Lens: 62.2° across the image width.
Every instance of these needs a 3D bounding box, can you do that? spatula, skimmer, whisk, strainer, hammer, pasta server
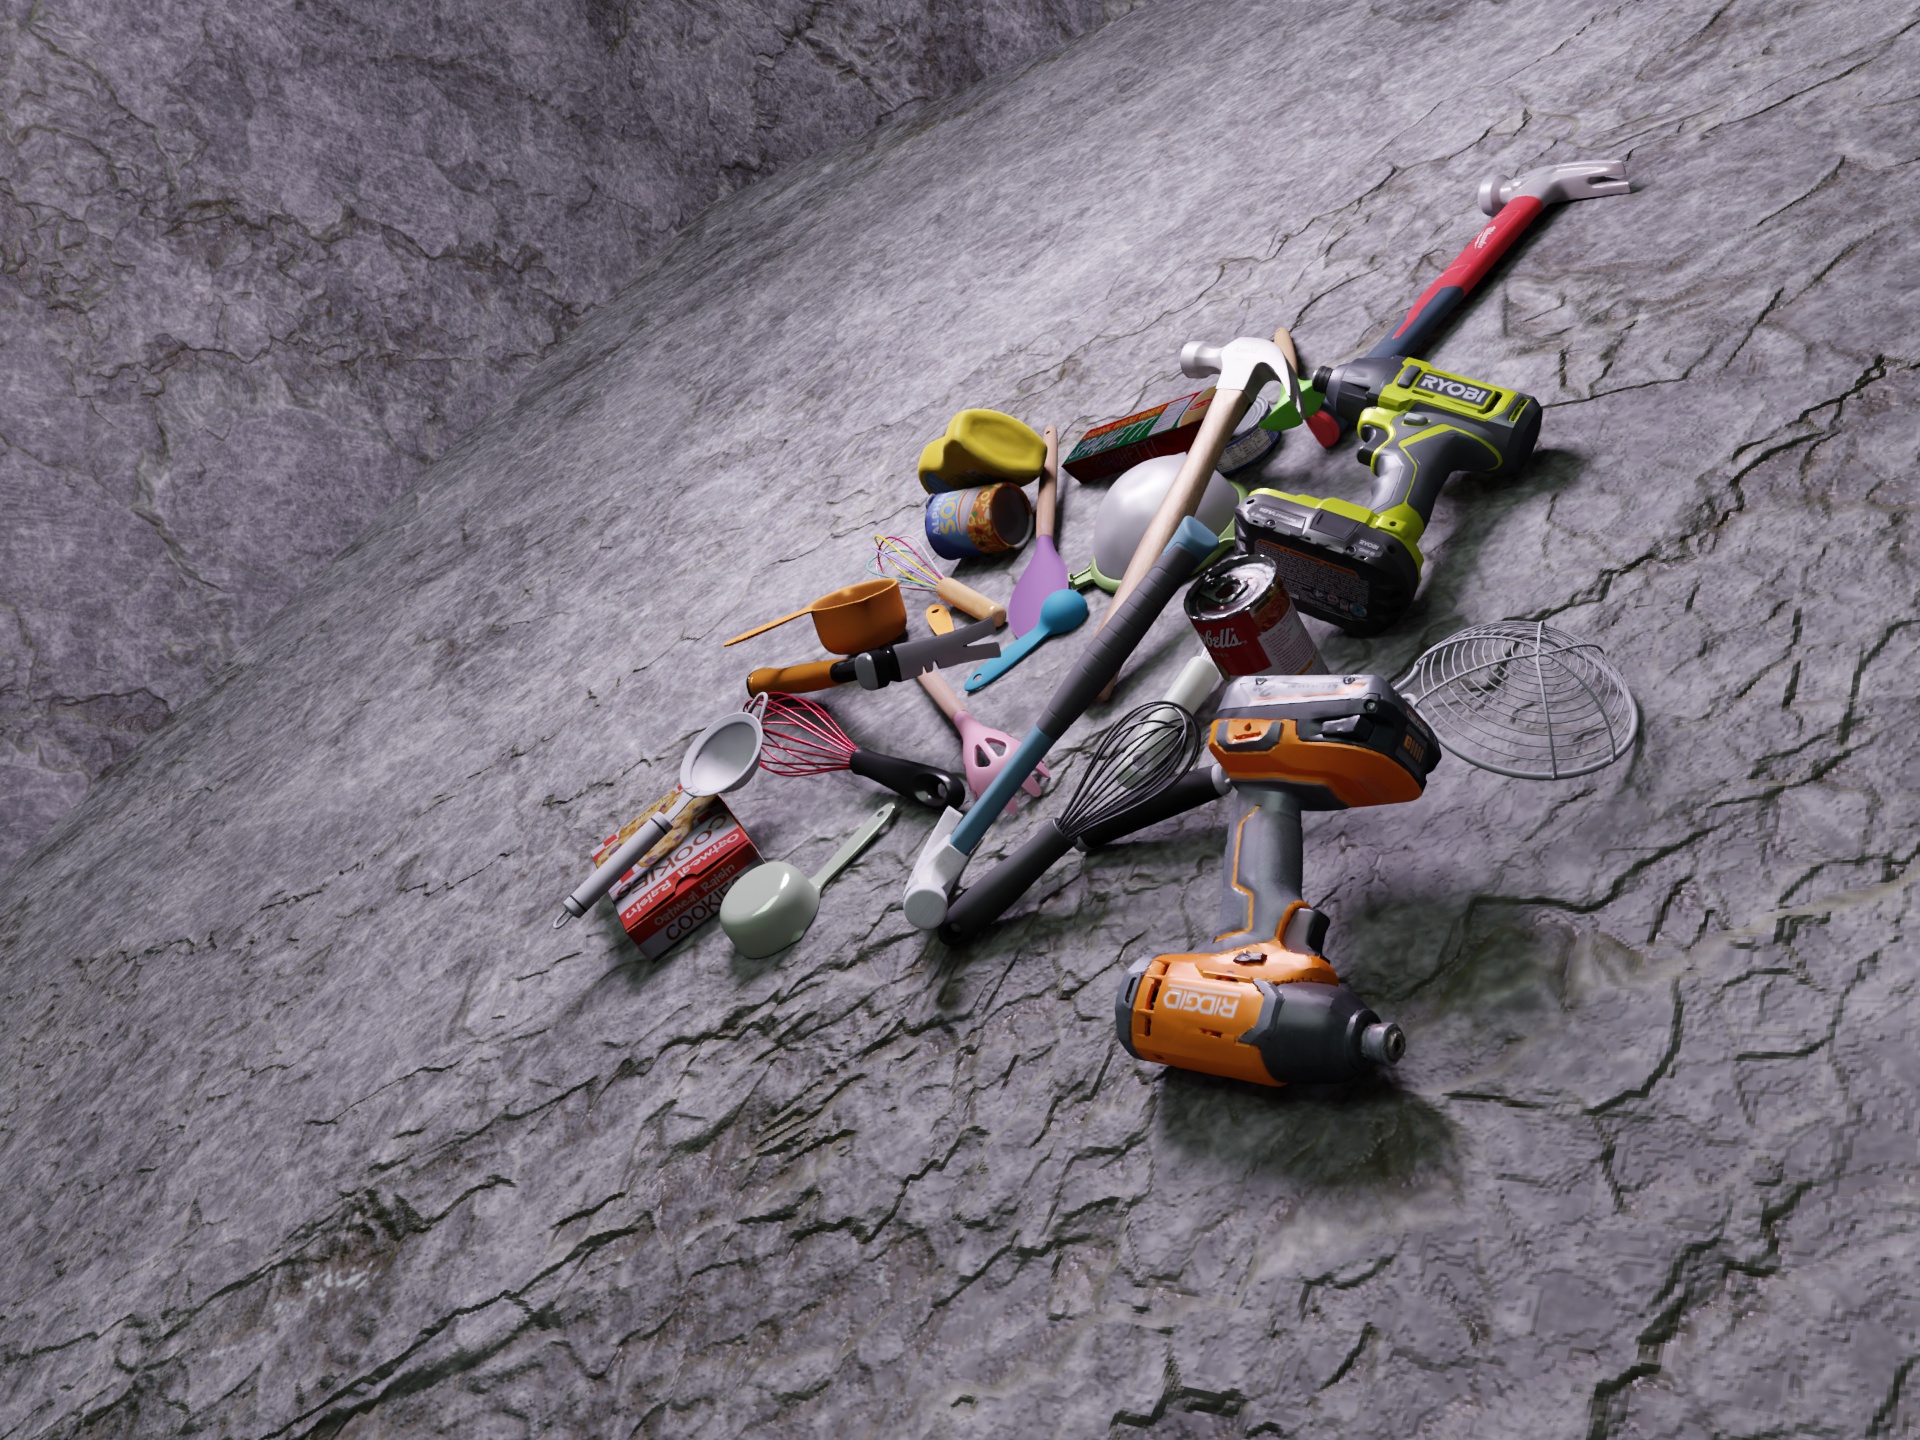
[{"bbox_3d":[0.077,-0.181,1.475,0.060,0.018,0.316,-19,39,23],"label":"spatula"},{"bbox_3d":[0.233,0.034,1.006,0.363,0.090,0.127,-26,31,35],"label":"skimmer"},{"bbox_3d":[-0.026,-0.132,1.503,0.051,0.047,0.245,-16,27,-24],"label":"whisk"},{"bbox_3d":[-0.094,0.030,1.319,0.296,0.073,0.073,17,56,48],"label":"whisk"},{"bbox_3d":[-0.243,0.081,1.327,0.258,0.050,0.087,-45,39,-15],"label":"strainer"},{"bbox_3d":[0.435,-0.372,1.399,0.386,0.038,0.143,-47,33,-22],"label":"hammer"},{"bbox_3d":[0.197,-0.174,1.312,0.151,0.069,0.256,-48,30,-23],"label":"strainer"},{"bbox_3d":[0.173,-0.163,1.262,0.130,0.031,0.331,14,72,45],"label":"hammer"},{"bbox_3d":[0.182,-0.044,1.166,0.246,0.058,0.059,-52,-1,-24],"label":"whisk"},{"bbox_3d":[0.066,0.072,1.054,0.239,0.055,0.055,-44,25,20],"label":"whisk"},{"bbox_3d":[-0.002,-0.004,1.311,0.060,0.040,0.316,-35,25,-2],"label":"pasta server"},{"bbox_3d":[-0.100,-0.046,1.399,0.127,0.034,0.337,-17,6,-30],"label":"hammer"},{"bbox_3d":[0.068,-0.002,1.102,0.331,0.033,0.128,-53,4,7],"label":"hammer"}]

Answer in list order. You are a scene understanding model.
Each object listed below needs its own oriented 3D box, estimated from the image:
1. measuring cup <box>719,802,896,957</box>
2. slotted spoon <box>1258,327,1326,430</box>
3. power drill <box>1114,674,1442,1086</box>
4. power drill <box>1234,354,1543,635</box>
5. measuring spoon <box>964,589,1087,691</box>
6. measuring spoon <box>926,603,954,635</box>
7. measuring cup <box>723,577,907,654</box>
[{"bbox_3d":[-0.119,0.112,1.236,0.167,0.038,0.083,-44,30,-13],"label":"measuring cup"},{"bbox_3d":[0.294,-0.312,1.418,0.070,0.031,0.314,-36,15,22],"label":"slotted spoon"},{"bbox_3d":[0.189,0.090,0.875,0.164,0.084,0.227,1,63,46],"label":"power drill"},{"bbox_3d":[0.299,-0.178,1.162,0.171,0.080,0.223,24,59,27],"label":"power drill"},{"bbox_3d":[0.051,-0.070,1.348,0.128,0.021,0.042,-38,45,-3],"label":"measuring spoon"},{"bbox_3d":[-0.015,-0.083,1.458,0.021,0.011,0.117,-22,26,-1],"label":"measuring spoon"},{"bbox_3d":[-0.132,-0.081,1.487,0.173,0.052,0.095,-22,16,-9],"label":"measuring cup"}]
